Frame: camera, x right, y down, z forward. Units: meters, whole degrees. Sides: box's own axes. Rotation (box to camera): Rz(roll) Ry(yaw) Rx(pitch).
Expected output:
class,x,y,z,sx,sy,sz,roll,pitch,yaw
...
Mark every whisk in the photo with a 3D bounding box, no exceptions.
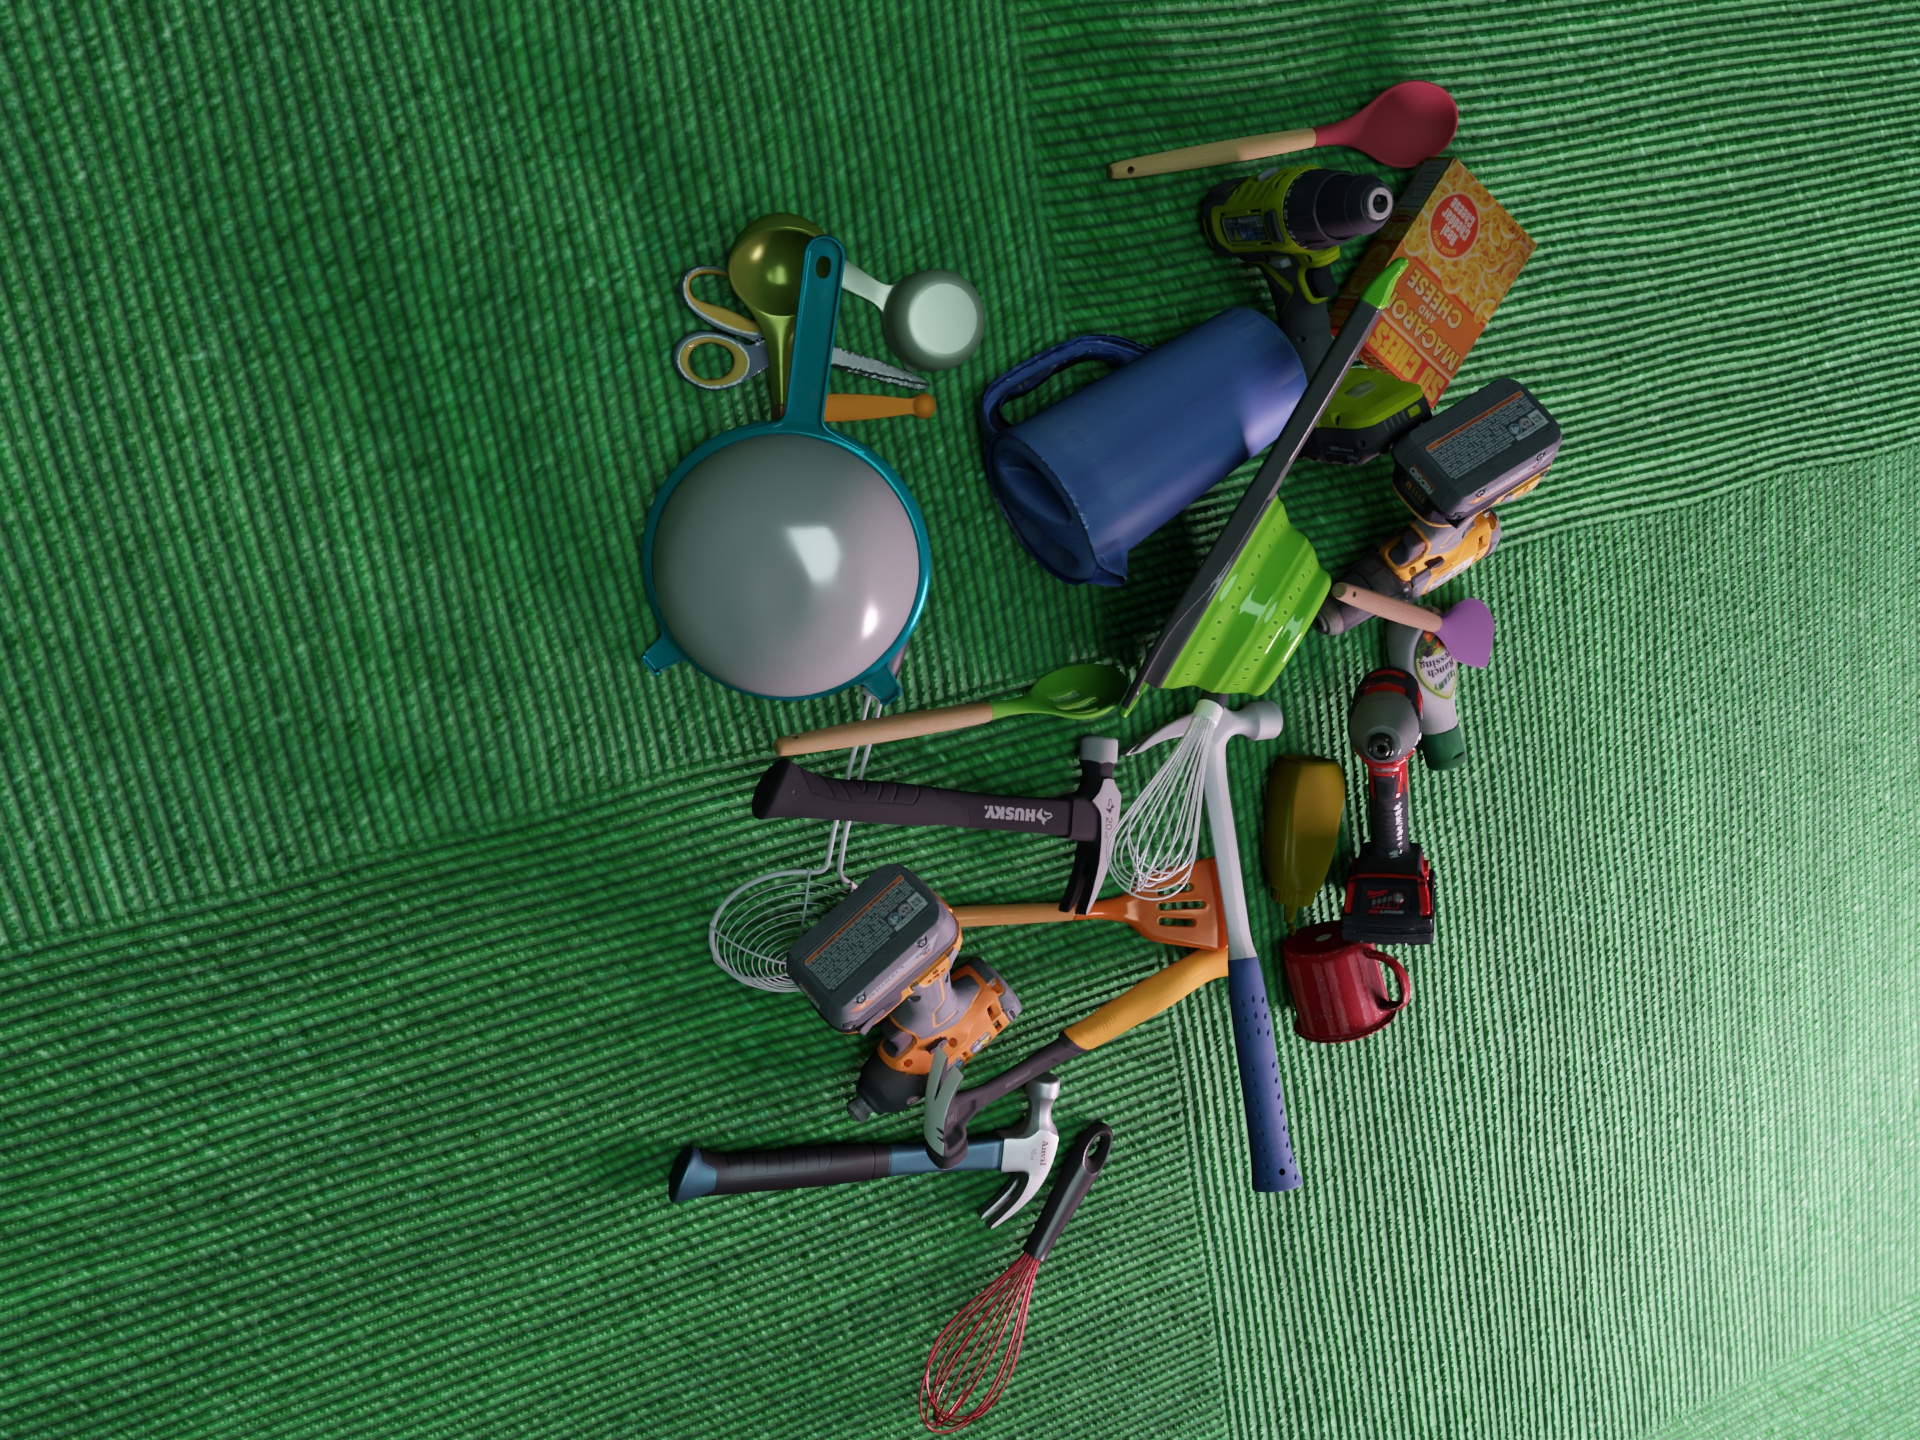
class,x,y,z,sx,sy,sz,roll,pitch,yaw
whisk,0.052,0.479,1.372,0.073,0.073,0.296,36,80,-24
whisk,0.190,0.021,1.299,0.070,0.070,0.285,38,61,-24

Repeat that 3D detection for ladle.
class,x,y,z,sx,sy,sz,roll,pitch,yaw
ladle,-0.130,-0.201,1.154,0.078,0.062,0.320,-1,108,-9
ladle,0.263,-0.468,1.290,0.315,0.031,0.069,-15,117,-17

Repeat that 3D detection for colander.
class,x,y,z,sx,sy,sz,roll,pitch,yaw
colander,0.257,-0.151,1.203,0.094,0.204,0.397,31,117,6

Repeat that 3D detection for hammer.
class,x,y,z,sx,sy,sz,roll,pitch,yaw
hammer,0.114,0.251,1.323,0.337,0.034,0.127,-24,138,-28
hammer,-0.010,0.073,1.226,0.334,0.035,0.146,7,86,-37
hammer,-0.074,0.362,1.310,0.331,0.033,0.128,2,98,-22
hammer,0.230,0.190,1.339,0.144,0.035,0.405,-6,85,-19

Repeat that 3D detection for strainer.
class,x,y,z,sx,sy,sz,roll,pitch,yaw
strainer,-0.115,-0.158,1.103,0.211,0.095,0.340,8,111,-5

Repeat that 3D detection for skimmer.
class,x,y,z,sx,sy,sz,roll,pitch,yaw
skimmer,-0.096,0.037,1.241,0.127,0.090,0.363,19,83,-28

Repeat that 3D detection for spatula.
class,x,y,z,sx,sy,sz,roll,pitch,yaw
spatula,0.074,0.159,1.325,0.322,0.041,0.081,0,83,-21
spatula,0.389,-0.088,1.338,0.315,0.018,0.060,7,92,-50

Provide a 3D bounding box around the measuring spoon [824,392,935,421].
class,x,y,z,sx,sy,sz,roll,pitch,yaw
measuring spoon,-0.072,-0.238,1.206,0.117,0.011,0.021,-5,102,-21

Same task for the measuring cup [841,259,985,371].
class,x,y,z,sx,sy,sz,roll,pitch,yaw
measuring cup,-0.055,-0.318,1.183,0.167,0.038,0.083,23,91,-26

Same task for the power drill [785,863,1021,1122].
class,x,y,z,sx,sy,sz,roll,pitch,yaw
power drill,-0.049,0.222,1.226,0.164,0.084,0.226,-42,145,-10

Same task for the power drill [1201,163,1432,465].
class,x,y,z,sx,sy,sz,roll,pitch,yaw
power drill,0.288,-0.321,1.243,0.080,0.191,0.228,-31,114,-16

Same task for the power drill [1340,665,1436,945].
class,x,y,z,sx,sy,sz,roll,pitch,yaw
power drill,0.367,0.075,1.368,0.078,0.143,0.219,0,109,17

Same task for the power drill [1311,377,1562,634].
class,x,y,z,sx,sy,sz,roll,pitch,yaw
power drill,0.380,-0.161,1.306,0.185,0.226,0.084,-31,71,-11

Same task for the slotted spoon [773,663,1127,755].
class,x,y,z,sx,sy,sz,roll,pitch,yaw
slotted spoon,-0.002,-0.004,1.225,0.313,0.070,0.031,-10,124,-32
